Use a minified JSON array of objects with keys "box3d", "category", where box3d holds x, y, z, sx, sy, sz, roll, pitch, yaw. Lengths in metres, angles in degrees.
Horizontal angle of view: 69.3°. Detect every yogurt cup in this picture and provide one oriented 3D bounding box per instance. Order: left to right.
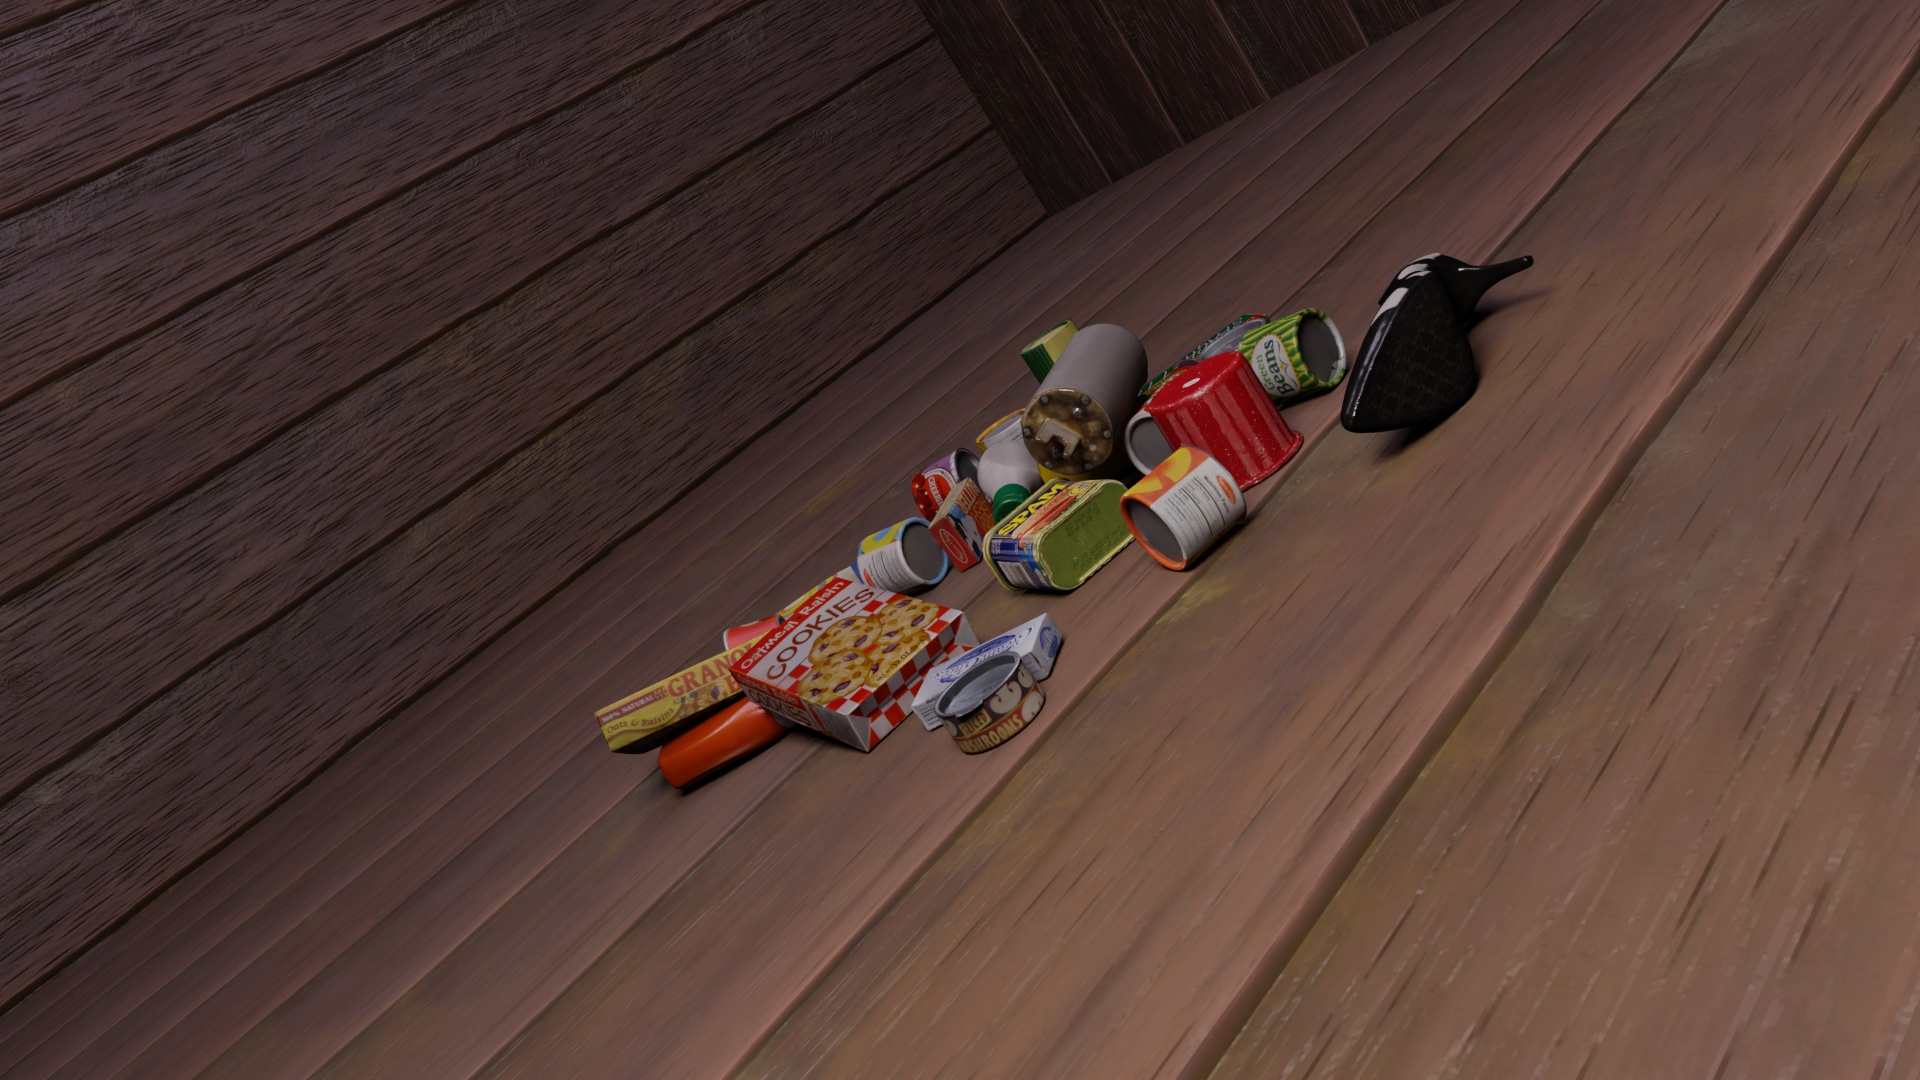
[{"box3d":[-0.183,0.104,1.298,0.054,0.072,0.072,-25,14,4],"category":"yogurt cup"}]

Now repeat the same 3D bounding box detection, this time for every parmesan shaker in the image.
[{"box3d":[0.119,-0.175,1.465,0.071,0.103,0.071,-32,13,9],"category":"parmesan shaker"}]

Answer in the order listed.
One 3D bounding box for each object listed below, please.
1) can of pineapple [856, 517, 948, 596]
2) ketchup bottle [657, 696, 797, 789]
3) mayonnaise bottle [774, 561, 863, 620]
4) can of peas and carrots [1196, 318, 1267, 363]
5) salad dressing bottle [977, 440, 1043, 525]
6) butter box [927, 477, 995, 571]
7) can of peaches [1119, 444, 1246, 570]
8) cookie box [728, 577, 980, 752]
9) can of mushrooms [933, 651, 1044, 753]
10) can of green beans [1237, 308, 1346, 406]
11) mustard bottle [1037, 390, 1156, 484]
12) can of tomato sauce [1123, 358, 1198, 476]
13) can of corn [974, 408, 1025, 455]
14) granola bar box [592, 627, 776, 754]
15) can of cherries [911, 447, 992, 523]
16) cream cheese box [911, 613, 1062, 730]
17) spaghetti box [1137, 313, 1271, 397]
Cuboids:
[{"box3d":[-0.052,0.016,1.286,0.057,0.071,0.071,-22,18,40],"category":"can of pineapple"},{"box3d":[-0.178,0.154,1.153,0.148,0.043,0.065,-29,8,19],"category":"ketchup bottle"},{"box3d":[-0.128,0.060,1.365,0.148,0.041,0.065,-35,11,-2],"category":"mayonnaise bottle"},{"box3d":[0.240,-0.144,1.171,0.071,0.058,0.071,-33,13,9],"category":"can of peas and carrots"},{"box3d":[0.048,-0.050,1.311,0.064,0.043,0.148,10,23,-4],"category":"salad dressing bottle"},{"box3d":[0.005,-0.016,1.294,0.024,0.053,0.104,-32,13,23],"category":"butter box"},{"box3d":[0.150,-0.021,0.947,0.058,0.071,0.071,-39,14,-16],"category":"can of peaches"},{"box3d":[-0.085,0.090,1.073,0.123,0.040,0.167,-41,31,-27],"category":"cookie box"},{"box3d":[0.018,0.105,0.889,0.071,0.033,0.071,-31,14,9],"category":"can of mushrooms"},{"box3d":[0.264,-0.145,1.105,0.057,0.071,0.071,-18,21,49],"category":"can of green beans"},{"box3d":[0.145,-0.093,1.238,0.160,0.048,0.065,-32,15,10],"category":"mustard bottle"},{"box3d":[0.179,-0.097,1.129,0.071,0.071,0.083,-20,20,46],"category":"can of tomato sauce"},{"box3d":[0.057,-0.095,1.430,0.071,0.058,0.071,-32,14,9],"category":"can of corn"},{"box3d":[-0.218,0.133,1.199,0.166,0.039,0.124,-25,-8,-4],"category":"granola bar box"},{"box3d":[-0.009,-0.053,1.418,0.058,0.071,0.072,-28,15,27],"category":"can of cherries"},{"box3d":[0.019,0.091,0.955,0.103,0.024,0.053,-28,16,26],"category":"cream cheese box"},{"box3d":[0.191,-0.137,1.324,0.250,0.028,0.050,-35,13,-5],"category":"spaghetti box"}]
